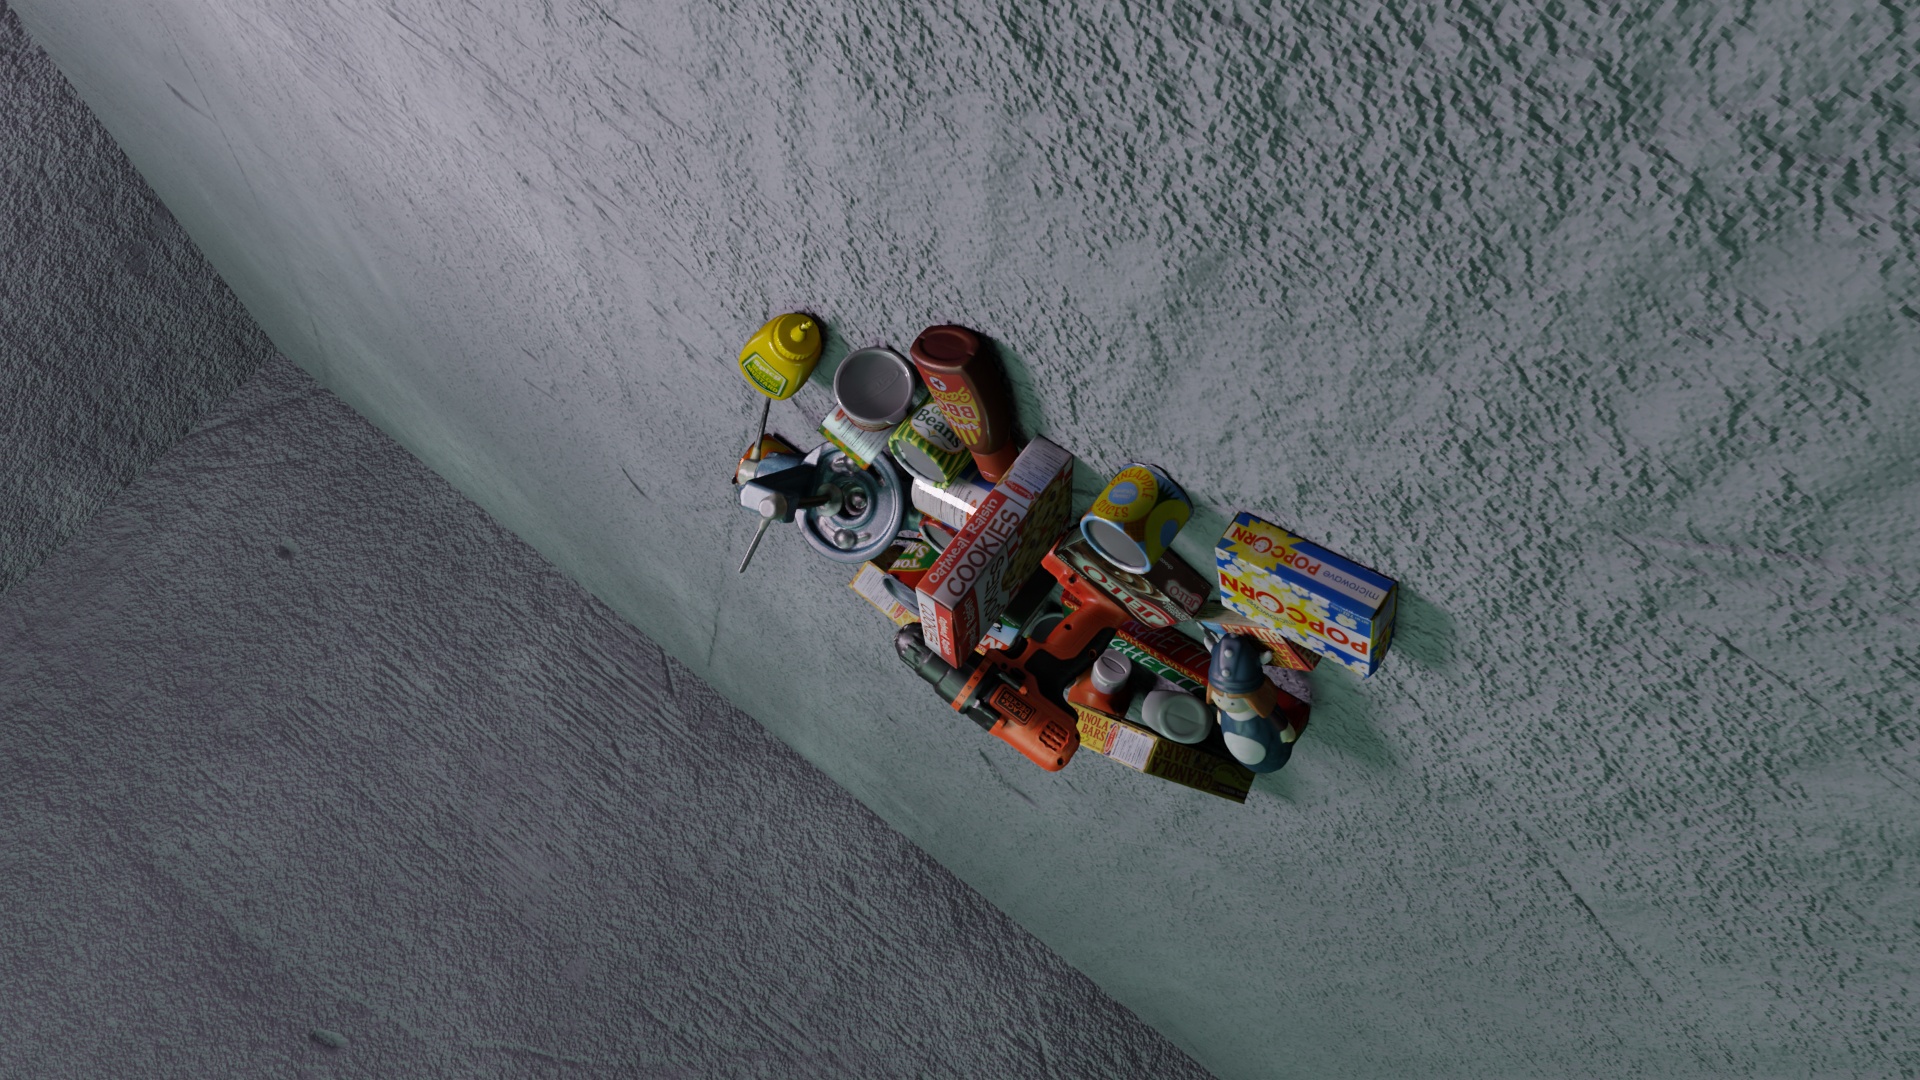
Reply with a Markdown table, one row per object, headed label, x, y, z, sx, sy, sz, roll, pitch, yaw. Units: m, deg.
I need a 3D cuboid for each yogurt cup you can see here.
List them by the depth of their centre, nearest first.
| label | x | y | z | sx | sy | sz | roll | pitch | yaw |
| --- | --- | --- | --- | --- | --- | --- | --- | --- | --- |
| yogurt cup | -0.074 | -0.126 | 1.188 | 0.072 | 0.072 | 0.054 | 38 | 168 | 3 |

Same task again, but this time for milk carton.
| label | x | y | z | sx | sy | sz | roll | pitch | yaw |
| --- | --- | --- | --- | --- | --- | --- | --- | --- | --- |
| milk carton | 0.038 | 0.063 | 1.387 | 0.072 | 0.074 | 0.190 | 37 | 161 | 7 |

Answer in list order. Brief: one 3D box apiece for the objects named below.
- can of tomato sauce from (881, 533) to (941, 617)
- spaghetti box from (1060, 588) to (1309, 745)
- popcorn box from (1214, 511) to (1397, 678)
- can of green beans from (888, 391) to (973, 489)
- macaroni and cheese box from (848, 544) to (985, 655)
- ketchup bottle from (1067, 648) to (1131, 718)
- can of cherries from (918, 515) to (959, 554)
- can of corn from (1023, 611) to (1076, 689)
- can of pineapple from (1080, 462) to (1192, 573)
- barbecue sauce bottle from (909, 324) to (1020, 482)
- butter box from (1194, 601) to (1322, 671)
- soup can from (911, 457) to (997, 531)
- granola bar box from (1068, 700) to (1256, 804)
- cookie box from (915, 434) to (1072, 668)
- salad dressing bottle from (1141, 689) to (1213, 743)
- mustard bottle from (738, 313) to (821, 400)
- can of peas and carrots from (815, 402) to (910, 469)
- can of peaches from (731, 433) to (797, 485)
| label | x | y | z | sx | sy | sz | roll | pitch | yaw |
| --- | --- | --- | --- | --- | --- | --- | --- | --- | --- |
| can of tomato sauce | -0.031 | 0.027 | 1.416 | 0.071 | 0.083 | 0.071 | 34 | 160 | 15 |
| spaghetti box | 0.199 | 0.108 | 1.264 | 0.250 | 0.029 | 0.050 | 30 | 158 | 24 |
| popcorn box | 0.249 | 0.039 | 1.005 | 0.127 | 0.038 | 0.085 | 28 | 158 | 29 |
| can of green beans | -0.019 | -0.086 | 1.182 | 0.071 | 0.058 | 0.071 | 34 | 160 | 14 |
| macaroni and cheese box | -0.031 | 0.076 | 1.507 | 0.166 | 0.040 | 0.124 | 38 | -167 | 5 |
| ketchup bottle | 0.148 | 0.152 | 1.431 | 0.065 | 0.044 | 0.148 | 33 | 160 | 11 |
| can of cherries | 0.005 | -0.016 | 1.293 | 0.071 | 0.058 | 0.071 | 34 | 160 | 14 |
| can of corn | 0.095 | 0.113 | 1.402 | 0.071 | 0.071 | 0.058 | 37 | 160 | 7 |
| can of pineapple | 0.133 | -0.018 | 1.059 | 0.071 | 0.058 | 0.070 | 34 | 160 | 15 |
| barbecue sauce bottle | 0.012 | -0.105 | 1.106 | 0.065 | 0.044 | 0.148 | 23 | 156 | 35 |
| butter box | 0.241 | 0.077 | 1.124 | 0.053 | 0.024 | 0.103 | 47 | 159 | -22 |
| soup can | 0.010 | -0.039 | 1.226 | 0.084 | 0.071 | 0.071 | 27 | 157 | 33 |
| granola bar box | 0.196 | 0.210 | 1.384 | 0.165 | 0.039 | 0.124 | 23 | 176 | -40 |
| cookie box | 0.031 | 0.012 | 1.142 | 0.040 | 0.168 | 0.122 | 32 | 159 | 17 |
| salad dressing bottle | 0.199 | 0.163 | 1.310 | 0.064 | 0.044 | 0.147 | 20 | 177 | 2 |
| mustard bottle | -0.158 | -0.172 | 1.255 | 0.065 | 0.049 | 0.160 | 40 | 161 | -8 |
| can of peas and carrots | -0.087 | -0.106 | 1.251 | 0.059 | 0.071 | 0.070 | 40 | 160 | -4 |
| can of peaches | -0.208 | -0.074 | 1.531 | 0.058 | 0.071 | 0.071 | 34 | 160 | 10 |
